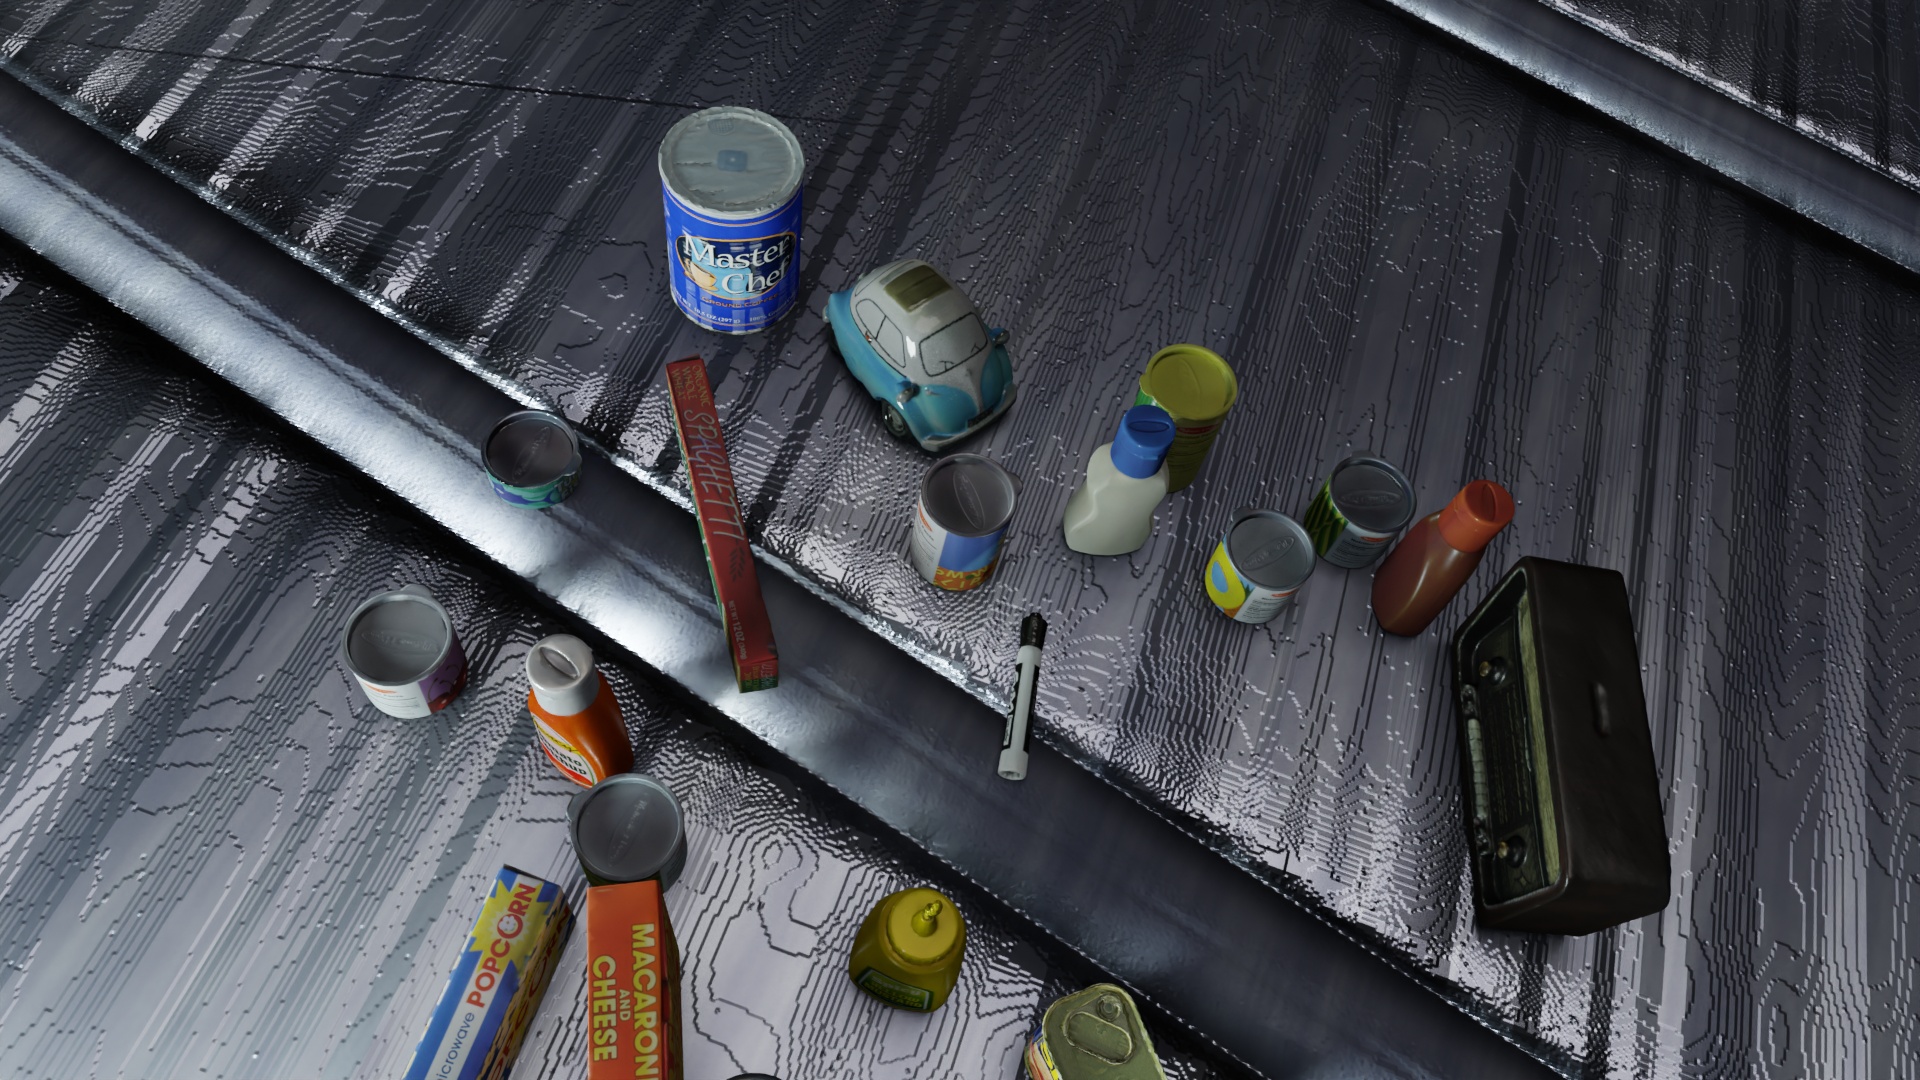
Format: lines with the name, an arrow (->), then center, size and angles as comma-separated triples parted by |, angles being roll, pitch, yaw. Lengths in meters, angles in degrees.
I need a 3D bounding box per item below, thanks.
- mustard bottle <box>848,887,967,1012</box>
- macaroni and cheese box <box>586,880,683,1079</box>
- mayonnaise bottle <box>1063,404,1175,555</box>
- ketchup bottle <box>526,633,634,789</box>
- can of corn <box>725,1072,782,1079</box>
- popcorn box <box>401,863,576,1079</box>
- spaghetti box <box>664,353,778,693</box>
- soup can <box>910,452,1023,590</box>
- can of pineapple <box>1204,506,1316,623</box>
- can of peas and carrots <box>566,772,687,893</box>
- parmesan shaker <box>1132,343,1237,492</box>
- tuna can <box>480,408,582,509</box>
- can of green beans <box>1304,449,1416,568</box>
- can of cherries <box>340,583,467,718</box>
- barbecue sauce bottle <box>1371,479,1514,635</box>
mustard bottle -> -0.027, 0.229, 0.789 | 0.065, 0.159, 0.049 | 20, 61, 3
macaroni and cheese box -> -0.171, 0.265, 0.744 | 0.040, 0.165, 0.124 | -3, 62, -10
mayonnaise bottle -> 0.114, -0.040, 0.967 | 0.065, 0.147, 0.041 | 0, 61, -8
ketchup bottle -> -0.232, 0.102, 0.837 | 0.065, 0.148, 0.044 | 35, 62, 11
can of corn -> -0.119, 0.335, 0.775 | 0.071, 0.058, 0.071 | 4, 61, -6
popcorn box -> -0.263, 0.257, 0.782 | 0.038, 0.084, 0.127 | 17, 60, 2
spaghetti box -> -0.168, -0.016, 0.968 | 0.029, 0.050, 0.251 | -12, 63, -14
soup can -> 0.003, -0.012, 0.972 | 0.071, 0.083, 0.071 | 4, 61, -6
can of pineapple -> 0.215, 0.017, 1.001 | 0.071, 0.057, 0.071 | 4, 61, -6
can of peas and carrots -> -0.203, 0.182, 0.848 | 0.071, 0.058, 0.071 | 4, 61, -6
parmesan shaker -> 0.155, -0.088, 1.026 | 0.071, 0.102, 0.071 | 4, 61, -6
tuna can -> -0.300, -0.056, 0.982 | 0.071, 0.032, 0.071 | 4, 61, -6
can of green beans -> 0.297, -0.021, 1.034 | 0.071, 0.057, 0.071 | 4, 61, -6
can of cherries -> -0.352, 0.071, 0.888 | 0.071, 0.058, 0.072 | 4, 61, -6
barbecue sauce bottle -> 0.336, 0.010, 0.971 | 0.044, 0.147, 0.065 | 10, 60, -3
